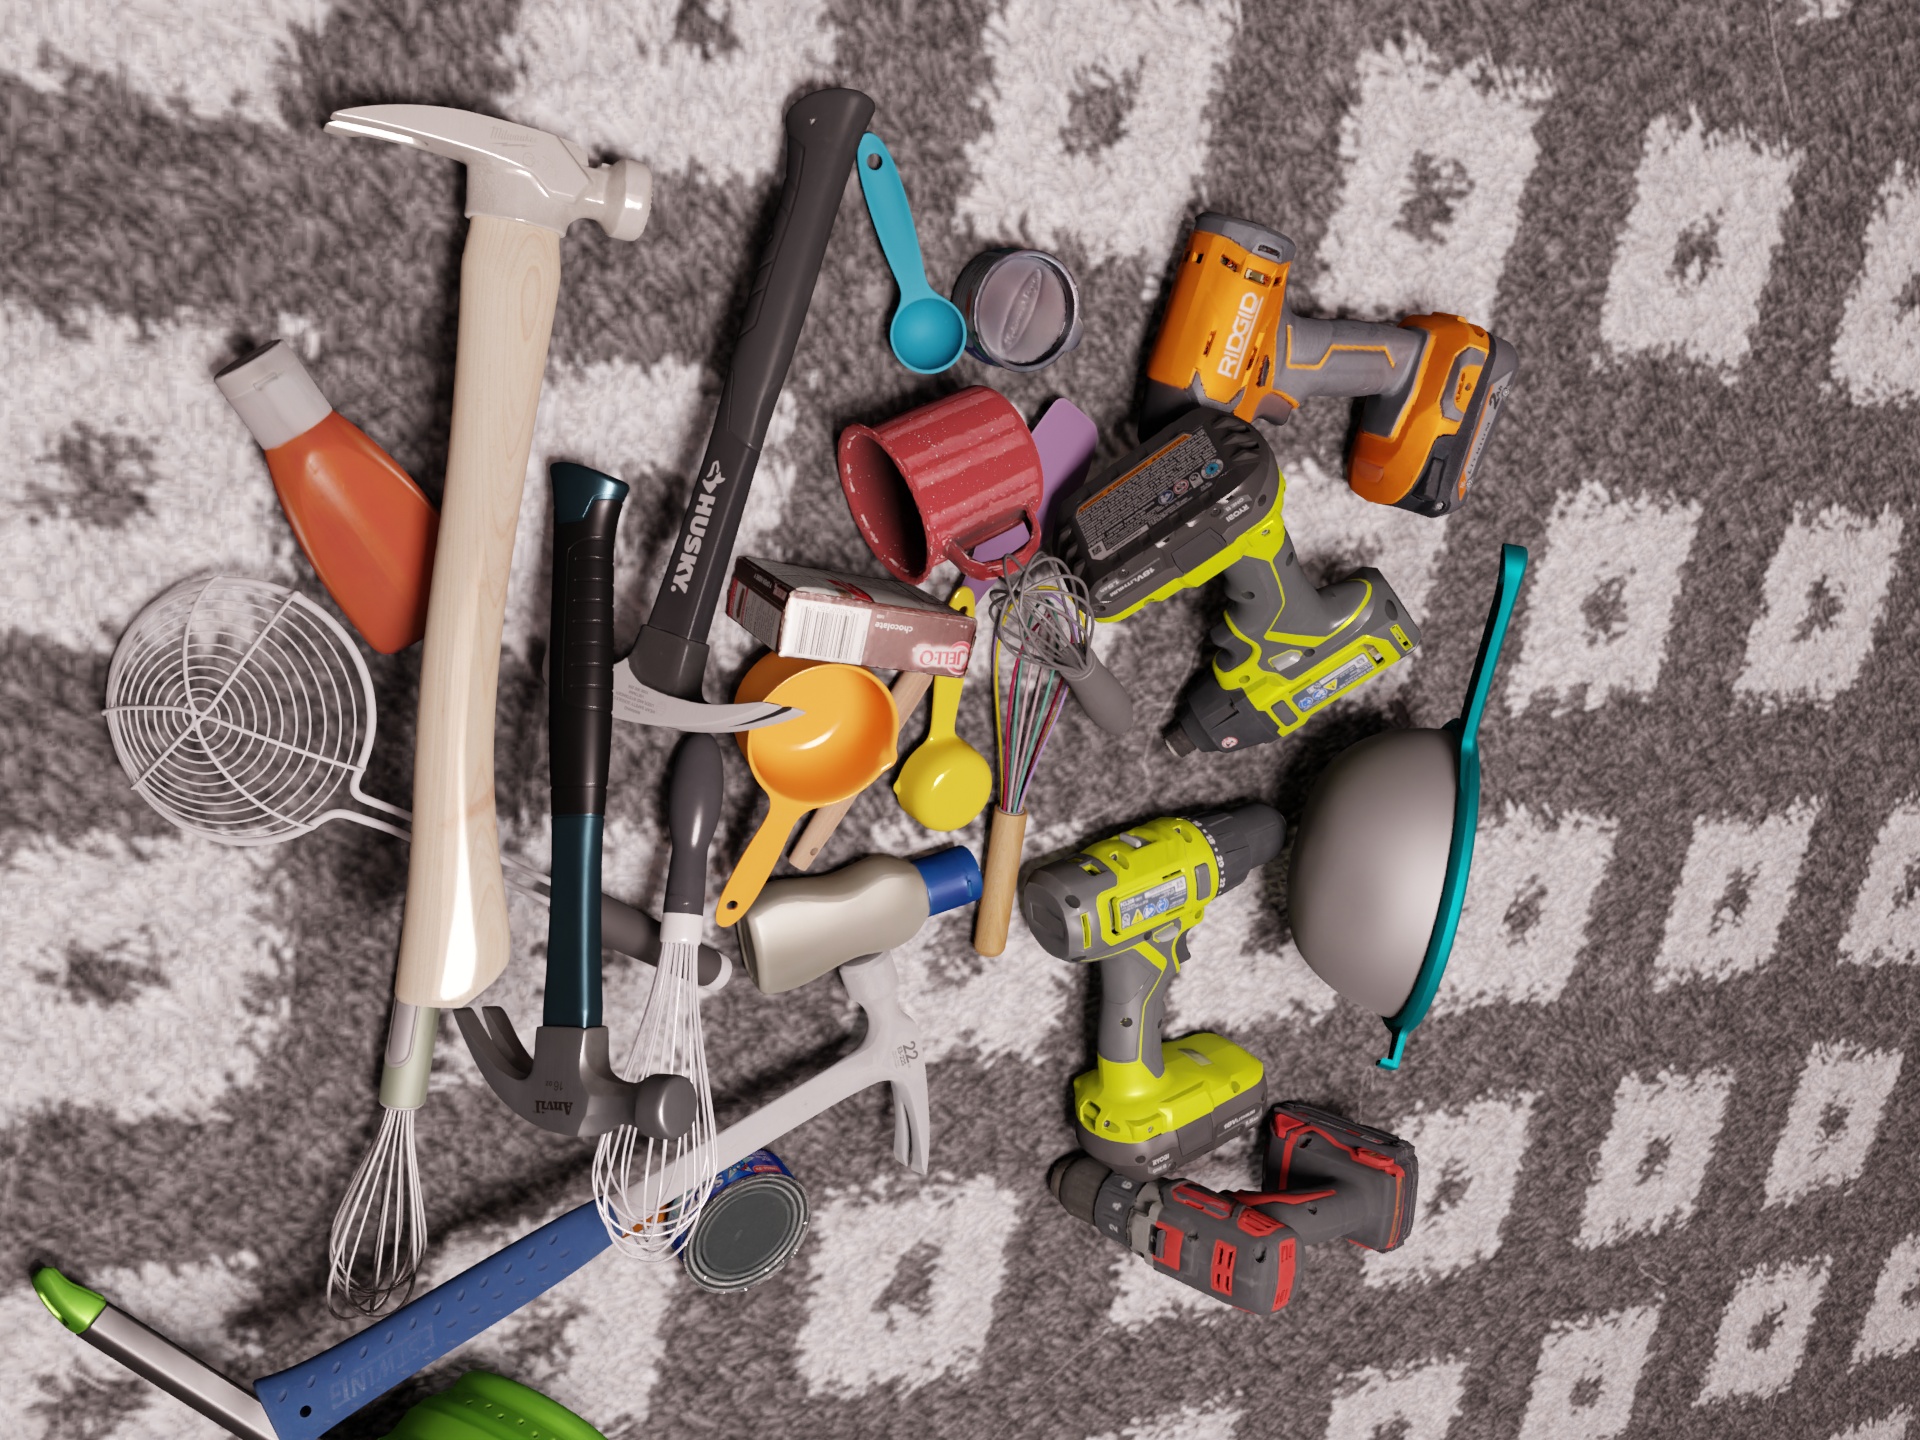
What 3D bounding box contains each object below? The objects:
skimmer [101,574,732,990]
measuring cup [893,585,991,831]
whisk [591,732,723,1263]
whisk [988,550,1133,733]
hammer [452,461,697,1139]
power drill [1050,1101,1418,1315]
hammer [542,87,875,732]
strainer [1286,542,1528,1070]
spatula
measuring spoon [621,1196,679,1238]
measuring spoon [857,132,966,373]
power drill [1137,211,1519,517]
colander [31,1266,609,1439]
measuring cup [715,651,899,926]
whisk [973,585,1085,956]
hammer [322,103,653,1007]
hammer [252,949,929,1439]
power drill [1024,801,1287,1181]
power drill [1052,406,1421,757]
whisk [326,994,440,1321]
[{"bbox_3d":[-0.263,0.054,0.838,0.127,0.090,0.362,-49,133,5],"label":"skimmer"},{"bbox_3d":[-0.001,-0.003,0.935,0.062,0.029,0.156,-12,124,-32],"label":"measuring cup"},{"bbox_3d":[-0.154,0.145,0.861,0.070,0.070,0.285,11,76,-30],"label":"whisk"},{"bbox_3d":[0.064,-0.035,0.894,0.055,0.055,0.238,-51,155,-2],"label":"whisk"},{"bbox_3d":[-0.186,0.033,0.782,0.033,0.128,0.331,15,73,-62],"label":"hammer"},{"bbox_3d":[0.193,0.332,1.110,0.226,0.188,0.080,-2,99,-45],"label":"power drill"},{"bbox_3d":[-0.105,-0.154,0.802,0.035,0.146,0.335,14,94,-62],"label":"hammer"},{"bbox_3d":[0.274,0.039,1.019,0.095,0.211,0.340,11,120,7],"label":"strainer"},{"bbox_3d":[-0.011,-0.046,0.938,0.059,0.018,0.316,32,91,-45],"label":"spatula"},{"bbox_3d":[-0.186,0.297,0.978,0.117,0.011,0.021,-23,123,-22],"label":"measuring spoon"},{"bbox_3d":[-0.031,-0.251,0.858,0.042,0.021,0.128,-19,107,-3],"label":"measuring spoon"},{"bbox_3d":[0.213,-0.194,0.966,0.226,0.084,0.164,12,104,-26],"label":"power drill"},{"bbox_3d":[-0.320,0.389,0.890,0.396,0.204,0.094,43,51,-17],"label":"colander"},{"bbox_3d":[-0.104,0.034,0.903,0.095,0.052,0.173,20,108,-31],"label":"measuring cup"},{"bbox_3d":[0.038,0.036,0.979,0.047,0.051,0.245,-4,113,-32],"label":"whisk"},{"bbox_3d":[-0.237,-0.073,0.741,0.146,0.038,0.410,6,90,-29],"label":"hammer"},{"bbox_3d":[-0.183,0.278,0.892,0.405,0.035,0.144,-26,106,-31],"label":"hammer"},{"bbox_3d":[0.143,0.172,1.063,0.190,0.080,0.228,-18,113,-27],"label":"power drill"},{"bbox_3d":[0.159,-0.068,0.955,0.171,0.080,0.223,-34,135,16],"label":"power drill"},{"bbox_3d":[-0.306,0.214,0.865,0.059,0.058,0.246,-6,110,-63],"label":"whisk"}]
